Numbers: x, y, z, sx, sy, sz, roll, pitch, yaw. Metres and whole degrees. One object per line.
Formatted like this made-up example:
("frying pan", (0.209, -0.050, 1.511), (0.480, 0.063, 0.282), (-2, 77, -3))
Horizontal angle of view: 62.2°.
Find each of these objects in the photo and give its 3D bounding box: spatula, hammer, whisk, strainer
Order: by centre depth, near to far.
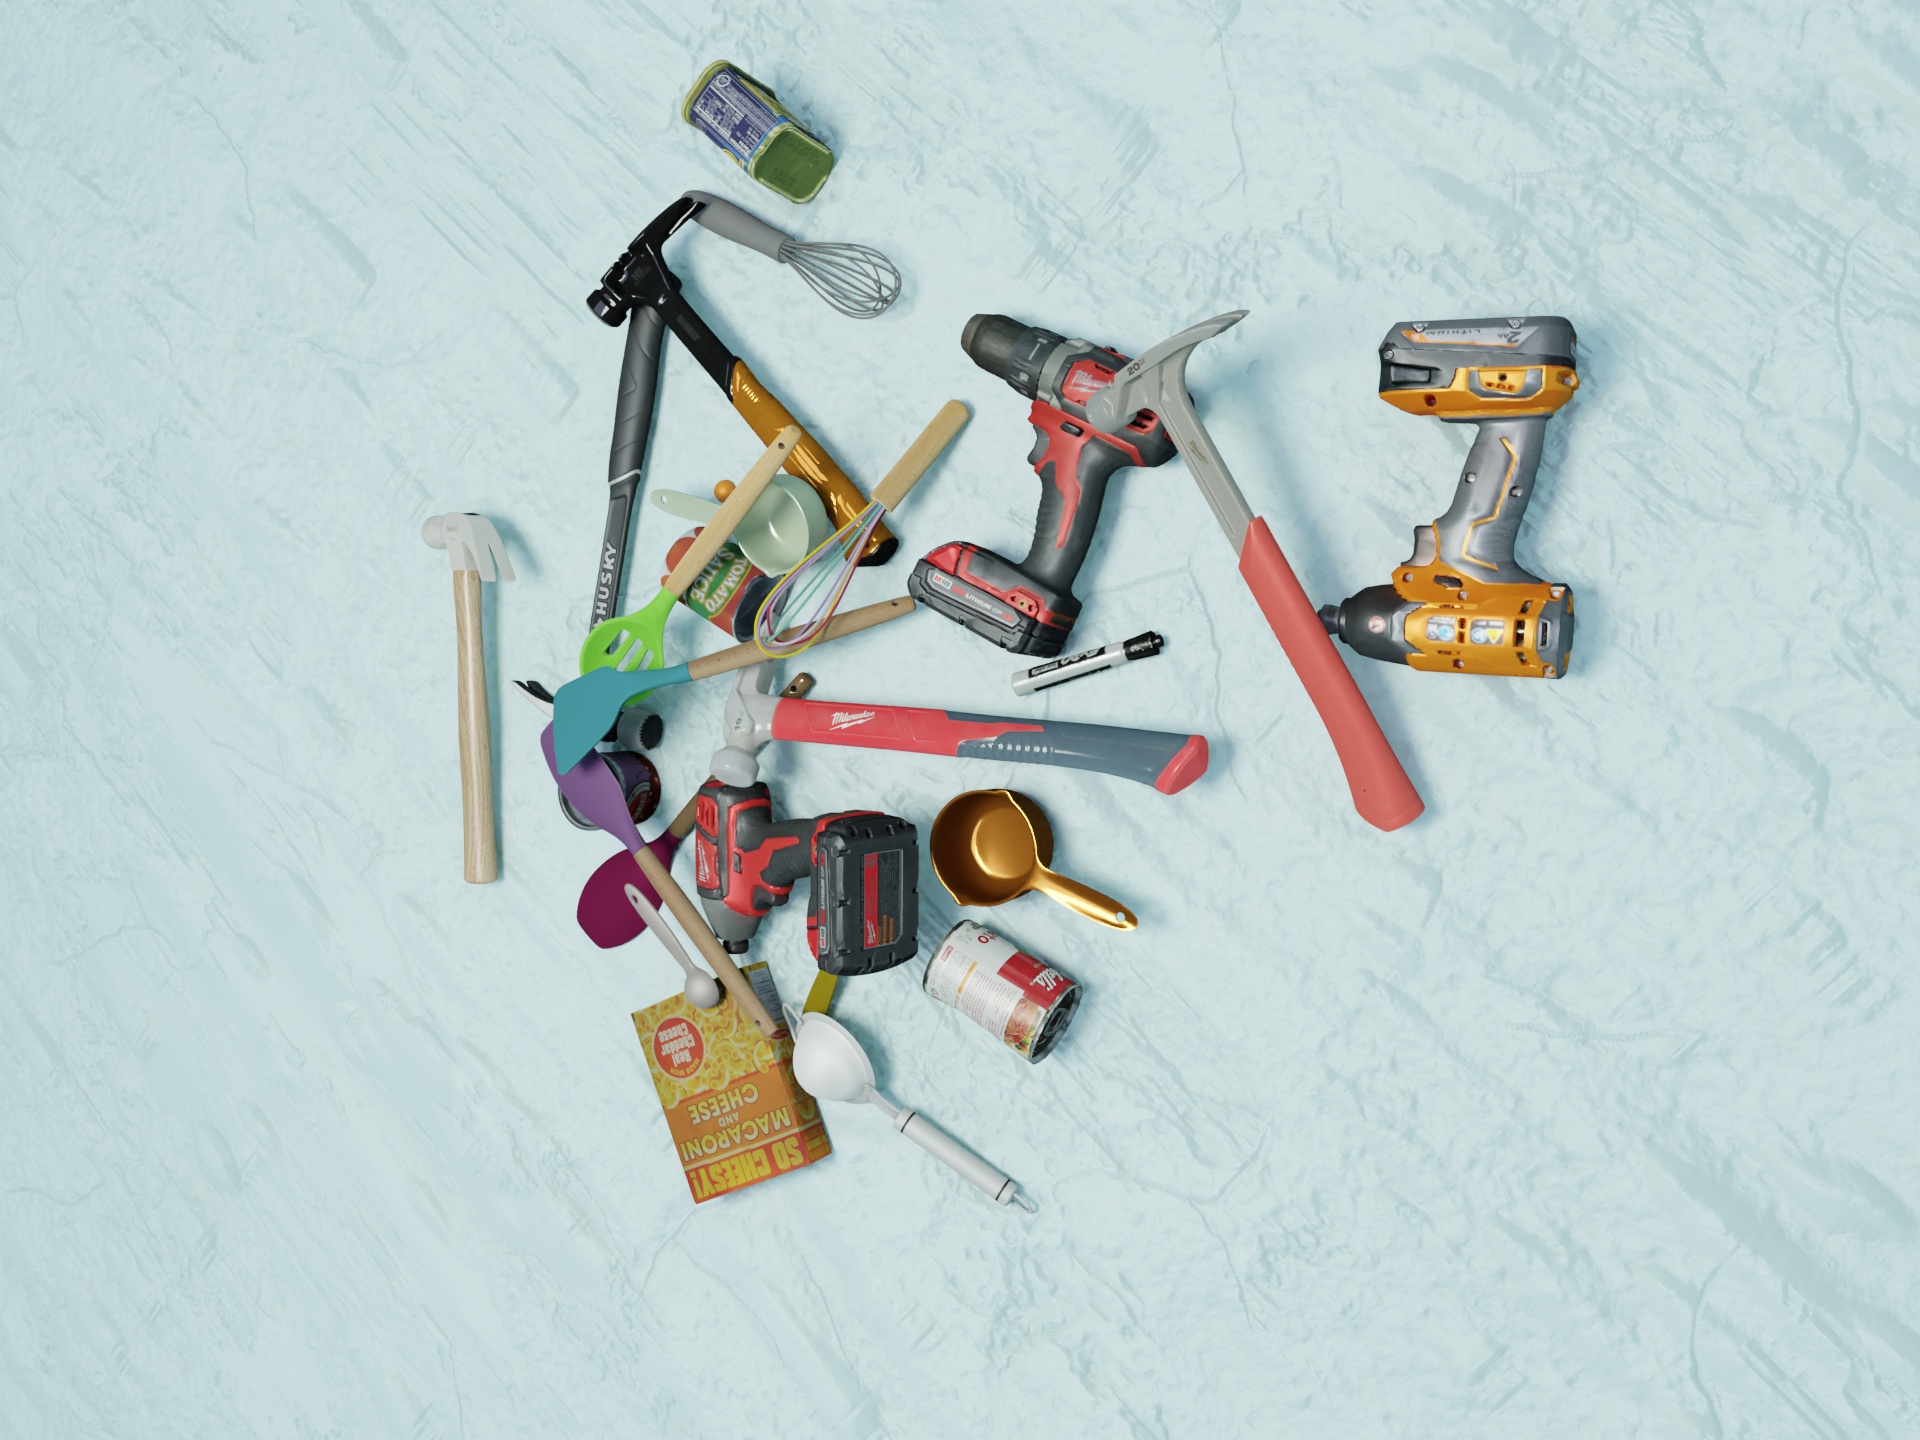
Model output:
("hammer", (0.216, -0.089, 1.054), (0.149, 0.037, 0.359), (-22, 100, 57))
("hammer", (-0.002, -0.004, 1.195), (0.386, 0.038, 0.143), (5, 65, 24))
("whisk", (-0.073, -0.146, 1.217), (0.047, 0.051, 0.245), (39, 84, -3))
("strainer", (-0.051, 0.309, 1.247), (0.258, 0.050, 0.086), (32, 134, 15))
("spatula", (-0.184, -0.042, 1.253), (0.317, 0.044, 0.082), (-17, 58, 6))
("hammer", (-0.159, -0.260, 1.274), (0.127, 0.034, 0.337), (-43, 81, 19))
("whisk", (-0.140, -0.381, 1.276), (0.239, 0.055, 0.055), (32, 104, 26))
("spatula", (-0.247, 0.128, 1.295), (0.059, 0.018, 0.316), (-44, 80, 32))
("hammer", (-0.293, -0.187, 1.359), (0.149, 0.036, 0.409), (12, 96, 26))
("hammer", (-0.433, -0.019, 1.415), (0.130, 0.031, 0.331), (5, 99, 49))

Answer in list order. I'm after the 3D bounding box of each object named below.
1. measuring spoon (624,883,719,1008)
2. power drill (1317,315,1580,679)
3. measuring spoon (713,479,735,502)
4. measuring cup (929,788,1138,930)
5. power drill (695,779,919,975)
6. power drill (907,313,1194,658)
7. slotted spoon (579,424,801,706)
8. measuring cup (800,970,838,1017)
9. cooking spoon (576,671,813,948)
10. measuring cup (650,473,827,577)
("measuring spoon", (-0.240, 0.185, 1.294), (0.124, 0.018, 0.034), (51, 134, 8))
("power drill", (0.320, -0.144, 1.045), (0.164, 0.084, 0.226), (4, 97, 26))
("measuring spoon", (-0.162, -0.163, 1.308), (0.117, 0.011, 0.021), (38, 106, 20))
("measuring cup", (0.062, 0.111, 1.187), (0.174, 0.052, 0.095), (25, 102, 21))
("power drill", (-0.131, 0.126, 1.236), (0.220, 0.078, 0.143), (7, 99, 48))
("power drill", (0.046, -0.179, 1.176), (0.188, 0.080, 0.226), (31, 101, 21))
("slotted spoon", (-0.210, -0.118, 1.243), (0.070, 0.031, 0.313), (41, 125, -5))
("measuring cup", (-0.096, 0.198, 1.283), (0.062, 0.029, 0.156), (37, 118, 28))
("cooking spoon", (-0.225, 0.076, 1.339), (0.069, 0.017, 0.319), (46, 108, 12))
("measuring cup", (-0.176, -0.167, 1.267), (0.168, 0.038, 0.083), (17, 119, 31))
